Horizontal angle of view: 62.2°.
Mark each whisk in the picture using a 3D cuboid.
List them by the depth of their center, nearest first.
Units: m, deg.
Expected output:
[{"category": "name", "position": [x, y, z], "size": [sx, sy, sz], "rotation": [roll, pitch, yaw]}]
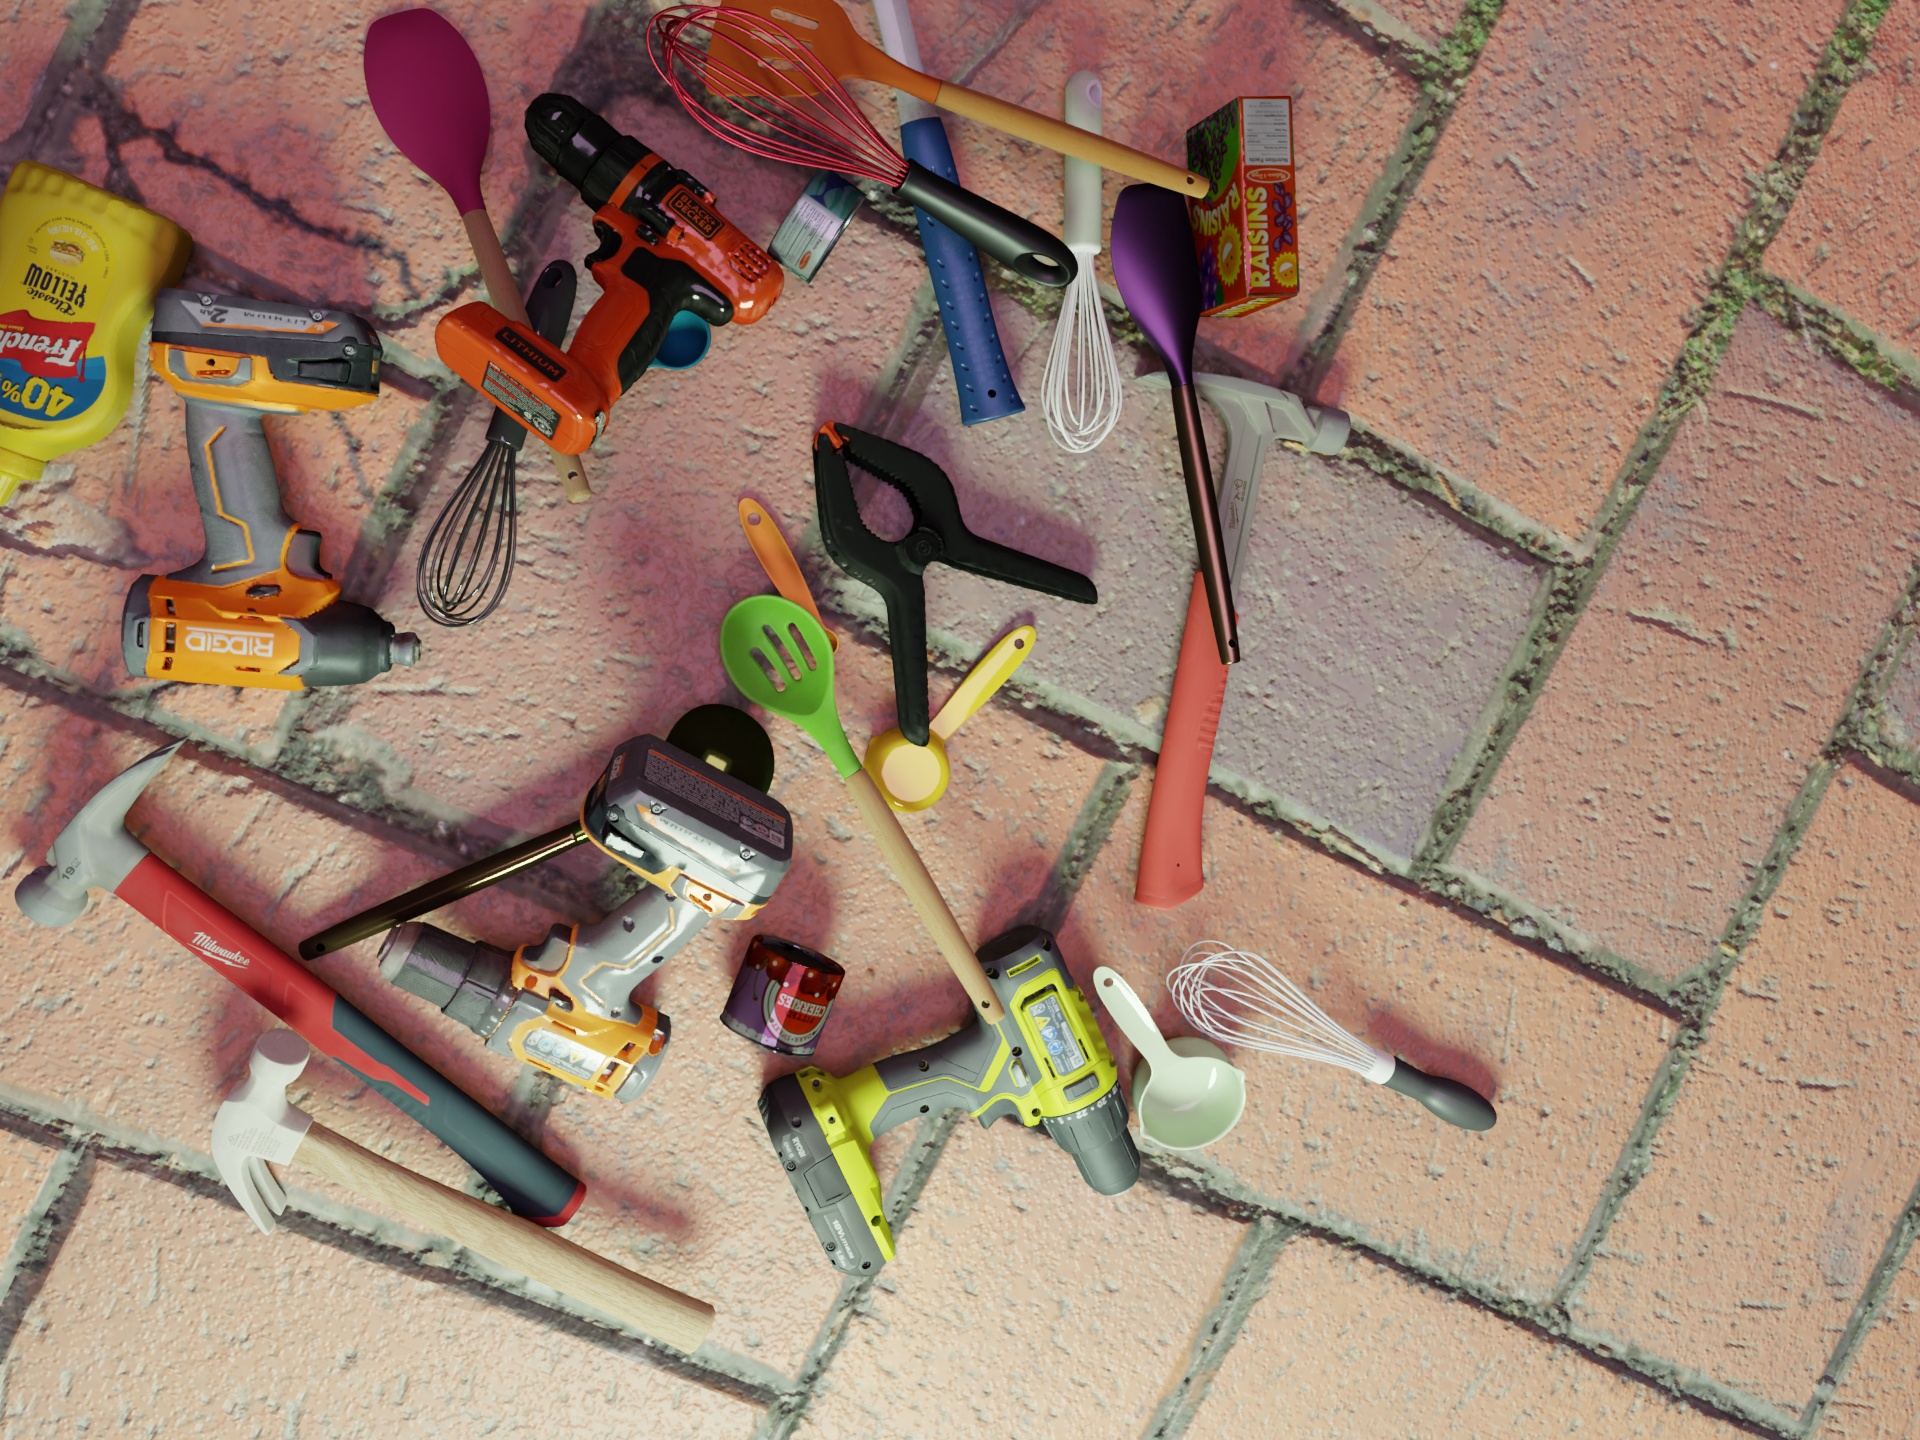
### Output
[{"category": "whisk", "position": [-0.051, -0.335, 0.948], "size": [0.295, 0.073, 0.073], "rotation": [24, 91, -24]}, {"category": "whisk", "position": [-0.277, -0.170, 0.974], "size": [0.055, 0.055, 0.239], "rotation": [18, 85, -12]}, {"category": "whisk", "position": [0.079, -0.299, 1.037], "size": [0.057, 0.059, 0.246], "rotation": [-1, 92, -47]}, {"category": "whisk", "position": [0.268, 0.229, 1.117], "size": [0.284, 0.070, 0.070], "rotation": [27, 90, -16]}]

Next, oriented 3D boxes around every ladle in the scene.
[{"category": "ladle", "position": [-0.268, 0.078, 1.012], "size": [0.320, 0.062, 0.078], "rotation": [-24, 108, -1]}]

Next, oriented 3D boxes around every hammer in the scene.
[{"category": "hammer", "position": [-0.378, 0.178, 0.983], "size": [0.386, 0.038, 0.143], "rotation": [42, 104, -14]}, {"category": "hammer", "position": [-0.308, 0.316, 0.996], "size": [0.331, 0.031, 0.130], "rotation": [30, 113, -10]}, {"category": "hammer", "position": [-0.034, -0.389, 1.009], "size": [0.144, 0.035, 0.405], "rotation": [-16, 98, -9]}, {"category": "hammer", "position": [0.158, -0.051, 1.077], "size": [0.149, 0.037, 0.359], "rotation": [11, 93, -12]}]

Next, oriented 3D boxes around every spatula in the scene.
[{"category": "spatula", "position": [0.006, -0.381, 0.989], "size": [0.322, 0.041, 0.081], "rotation": [14, 93, -16]}, {"category": "spatula", "position": [0.147, -0.192, 1.035], "size": [0.059, 0.018, 0.316], "rotation": [-12, 93, -14]}]

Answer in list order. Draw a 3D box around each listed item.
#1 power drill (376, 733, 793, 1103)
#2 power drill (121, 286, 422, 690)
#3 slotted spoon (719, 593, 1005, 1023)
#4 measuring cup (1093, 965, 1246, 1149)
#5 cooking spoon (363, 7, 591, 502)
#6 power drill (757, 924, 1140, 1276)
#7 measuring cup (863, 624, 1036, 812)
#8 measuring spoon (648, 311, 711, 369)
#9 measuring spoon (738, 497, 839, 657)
[{"category": "power drill", "position": [-0.228, 0.118, 0.966], "size": [0.185, 0.084, 0.226], "rotation": [30, 112, -19]}, {"category": "power drill", "position": [-0.399, -0.130, 0.943], "size": [0.164, 0.084, 0.226], "rotation": [6, 98, -12]}, {"category": "slotted spoon", "position": [-0.057, 0.057, 1.020], "size": [0.070, 0.031, 0.314], "rotation": [-31, 88, 11]}, {"category": "measuring cup", "position": [0.132, 0.220, 1.082], "size": [0.083, 0.038, 0.167], "rotation": [-33, 112, 4]}, {"category": "cooking spoon", "position": [-0.283, -0.281, 0.956], "size": [0.069, 0.017, 0.319], "rotation": [-21, 88, -10]}, {"category": "power drill", "position": [0.000, 0.268, 1.058], "size": [0.228, 0.080, 0.190], "rotation": [-26, 99, -10]}, {"category": "measuring cup", "position": [-0.002, -0.003, 1.054], "size": [0.062, 0.029, 0.156], "rotation": [42, 88, -12]}, {"category": "measuring spoon", "position": [-0.214, -0.218, 1.004], "size": [0.128, 0.021, 0.042], "rotation": [-31, 88, 3]}, {"category": "measuring spoon", "position": [-0.113, -0.093, 1.037], "size": [0.021, 0.011, 0.117], "rotation": [-29, 96, -2]}]
